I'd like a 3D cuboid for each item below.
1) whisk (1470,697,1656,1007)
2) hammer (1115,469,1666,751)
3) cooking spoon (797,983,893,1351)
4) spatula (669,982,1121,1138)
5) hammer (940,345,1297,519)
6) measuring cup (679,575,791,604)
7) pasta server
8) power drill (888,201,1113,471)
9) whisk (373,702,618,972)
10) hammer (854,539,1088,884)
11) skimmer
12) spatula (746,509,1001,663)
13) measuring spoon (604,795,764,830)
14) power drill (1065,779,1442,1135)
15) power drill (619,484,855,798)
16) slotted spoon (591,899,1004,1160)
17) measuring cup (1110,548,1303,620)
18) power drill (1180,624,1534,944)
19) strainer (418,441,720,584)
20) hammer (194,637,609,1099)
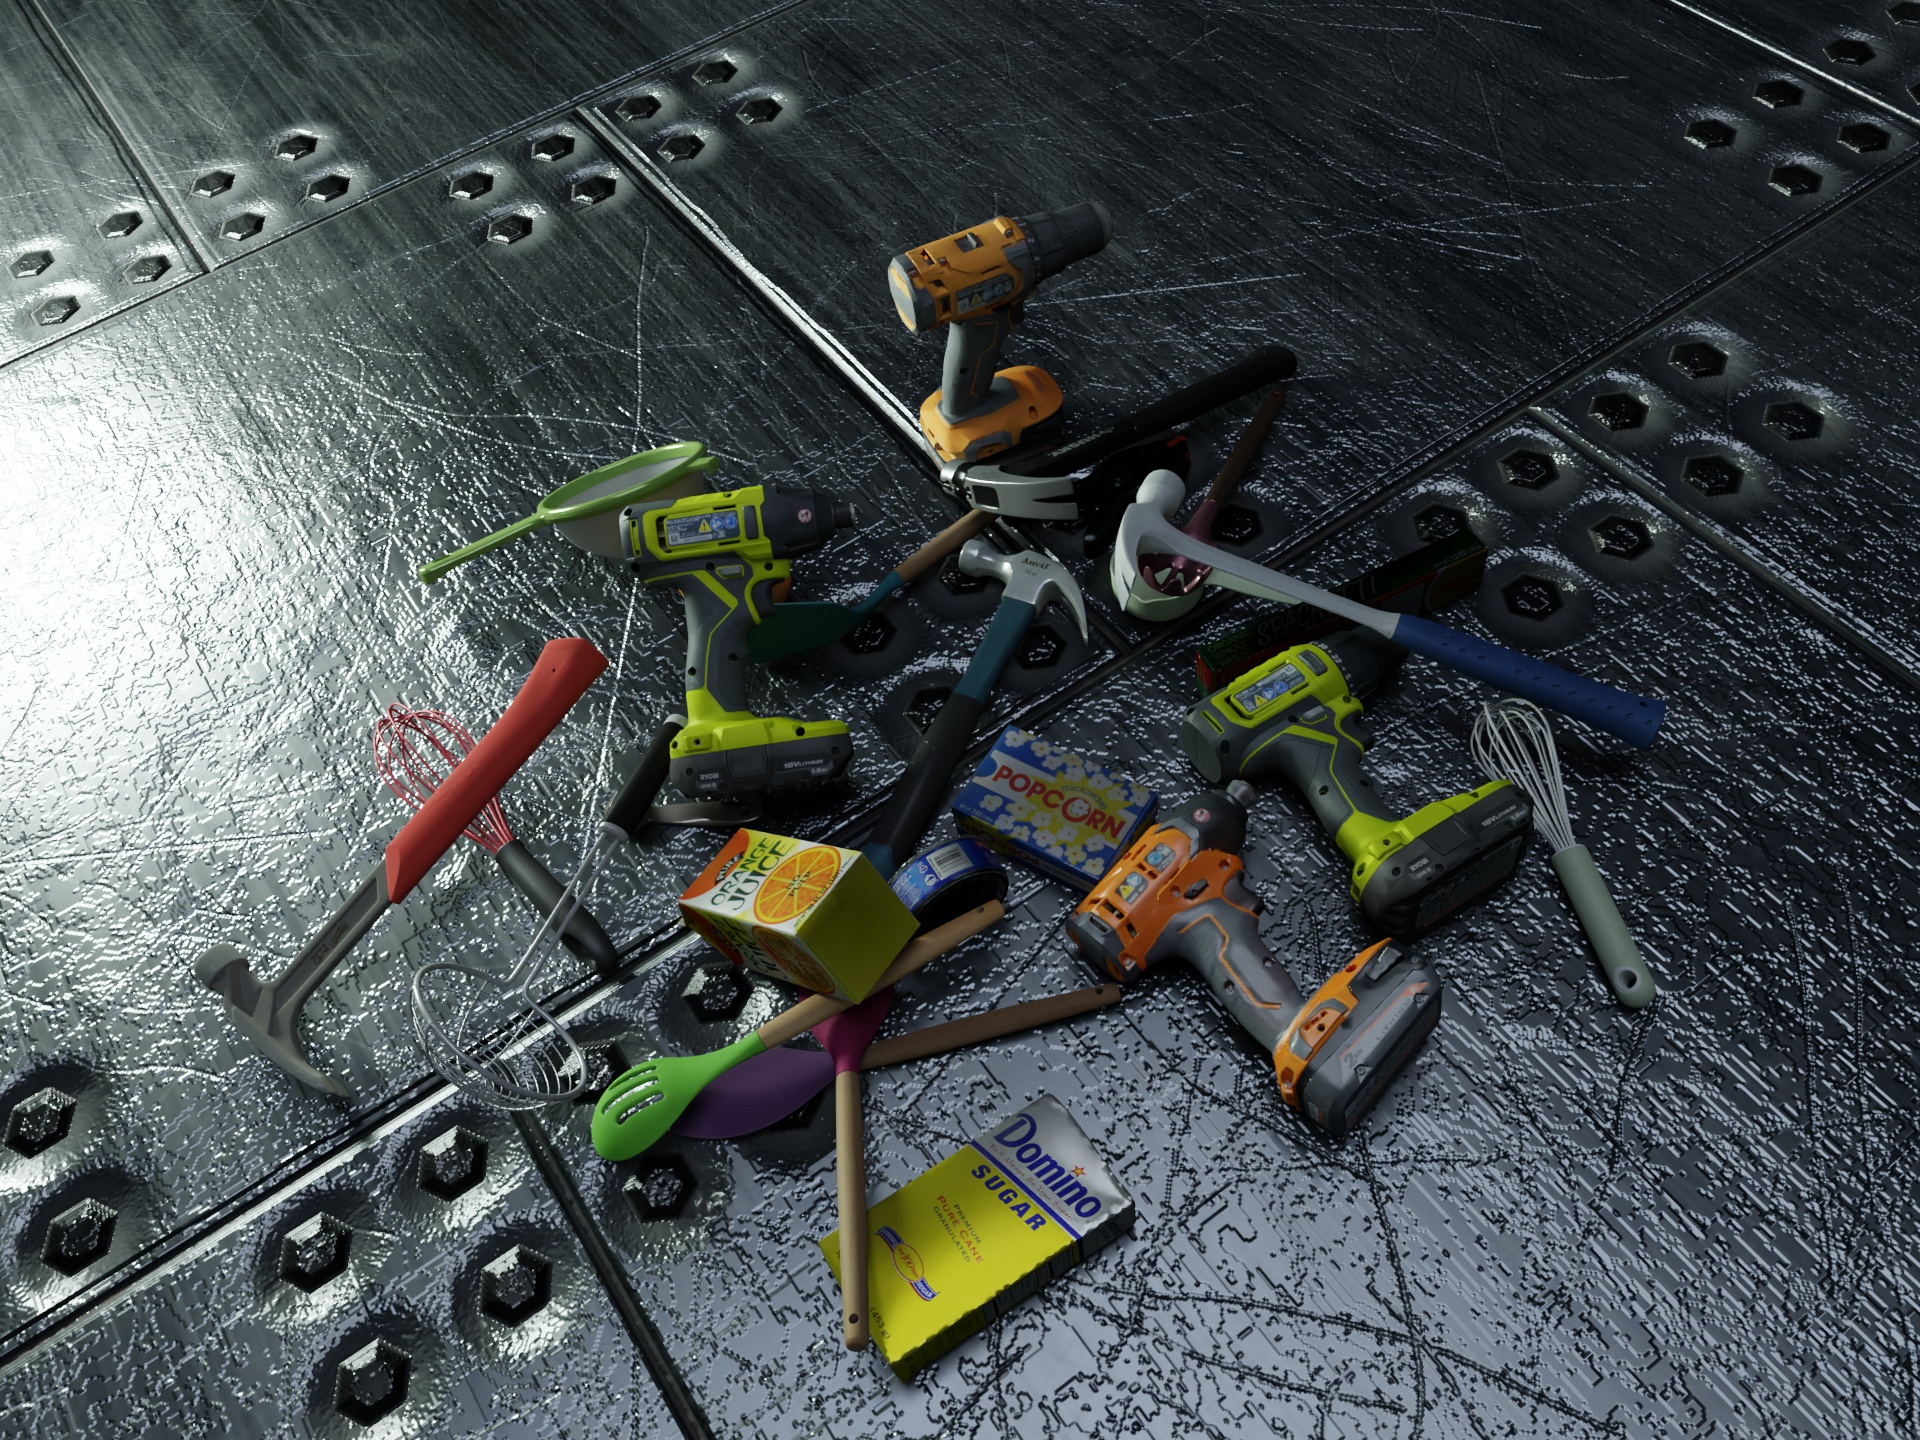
[{"bbox_3d":[0.419,0.086,1.105,0.058,0.059,0.247,-34,53,27],"label":"whisk"},{"bbox_3d":[0.302,-0.068,1.148,0.405,0.035,0.144,22,44,9],"label":"hammer"},{"bbox_3d":[-0.072,0.251,1.022,0.069,0.017,0.319,-10,42,3],"label":"cooking spoon"},{"bbox_3d":[-0.045,0.224,1.072,0.316,0.018,0.060,-15,50,-3],"label":"spatula"},{"bbox_3d":[0.156,-0.248,1.342,0.335,0.035,0.146,-28,30,-25],"label":"hammer"},{"bbox_3d":[-0.213,-0.116,1.325,0.174,0.052,0.095,7,48,42],"label":"measuring cup"},{"bbox_3d":[0.215,-0.194,1.299,0.060,0.040,0.316,25,48,11],"label":"pasta server"},{"bbox_3d":[0.042,-0.320,1.324,0.185,0.226,0.084,-24,56,-11],"label":"power drill"},{"bbox_3d":[-0.348,0.085,1.184,0.073,0.073,0.296,-39,64,-20],"label":"whisk"},{"bbox_3d":[-0.002,-0.004,1.223,0.128,0.033,0.331,17,58,19],"label":"hammer"},{"bbox_3d":[-0.254,0.110,1.096,0.127,0.090,0.363,37,45,-13],"label":"skimmer"},{"bbox_3d":[-0.041,-0.139,1.314,0.317,0.082,0.044,-38,70,-26],"label":"spatula"},{"bbox_3d":[-0.211,0.067,1.204,0.124,0.018,0.034,-1,54,6],"label":"measuring spoon"},{"bbox_3d":[0.203,0.145,1.054,0.227,0.084,0.164,36,75,30],"label":"power drill"},{"bbox_3d":[-0.152,-0.061,1.183,0.171,0.080,0.223,-8,89,-2],"label":"power drill"},{"bbox_3d":[-0.110,0.199,1.063,0.314,0.031,0.070,-28,37,-5],"label":"slotted spoon"},{"bbox_3d":[0.202,-0.104,1.270,0.167,0.038,0.083,14,57,13],"label":"measuring cup"},{"bbox_3d":[0.296,0.029,1.139,0.190,0.080,0.229,-29,54,-14],"label":"power drill"},{"bbox_3d":[-0.319,-0.153,1.327,0.256,0.069,0.152,-28,24,-16],"label":"strainer"},{"bbox_3d":[-0.375,0.088,1.139,0.149,0.036,0.359,36,78,18],"label":"hammer"}]
